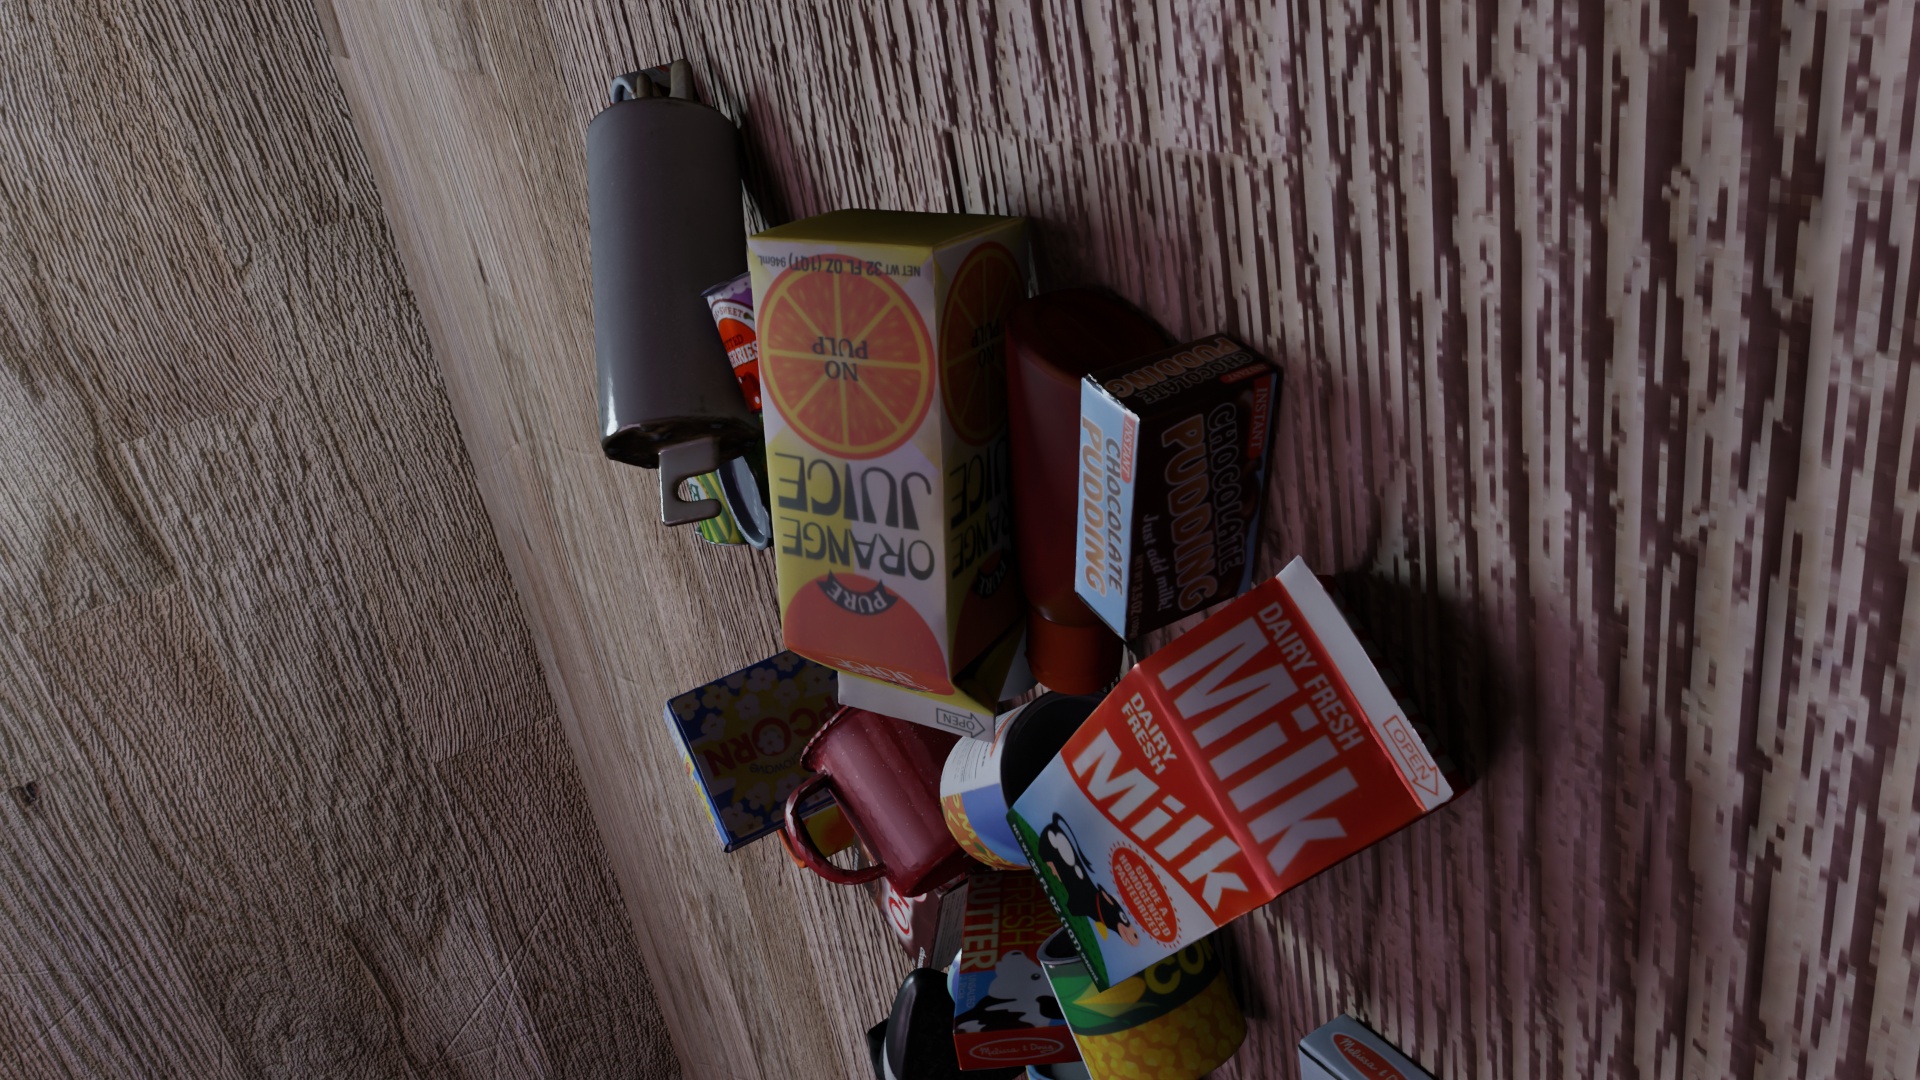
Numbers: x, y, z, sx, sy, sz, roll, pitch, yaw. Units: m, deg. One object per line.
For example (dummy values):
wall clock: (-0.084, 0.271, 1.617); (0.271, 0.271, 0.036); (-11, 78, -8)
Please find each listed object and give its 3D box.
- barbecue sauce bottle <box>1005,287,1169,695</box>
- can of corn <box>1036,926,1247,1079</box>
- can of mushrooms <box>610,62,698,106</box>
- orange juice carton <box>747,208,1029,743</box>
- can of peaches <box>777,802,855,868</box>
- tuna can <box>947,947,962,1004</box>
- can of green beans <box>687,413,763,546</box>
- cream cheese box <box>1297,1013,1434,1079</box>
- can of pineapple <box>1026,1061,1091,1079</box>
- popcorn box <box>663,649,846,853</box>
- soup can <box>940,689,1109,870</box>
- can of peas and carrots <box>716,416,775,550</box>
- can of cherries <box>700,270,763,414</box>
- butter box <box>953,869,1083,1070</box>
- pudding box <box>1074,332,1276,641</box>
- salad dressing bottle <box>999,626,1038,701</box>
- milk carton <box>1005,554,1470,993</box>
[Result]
barbecue sauce bottle: (0.041, -0.009, 0.478); (0.065, 0.044, 0.147); (50, 152, 42)
can of corn: (0.073, 0.176, 0.544); (0.058, 0.071, 0.071); (67, 157, 3)
can of mushrooms: (-0.165, -0.223, 0.764); (0.071, 0.033, 0.070); (47, 149, 41)
orange juice carton: (-0.020, -0.018, 0.502); (0.072, 0.073, 0.191); (9, 114, 25)
can of peaches: (-0.092, 0.179, 0.930); (0.071, 0.058, 0.070); (47, 149, 41)
tuna can: (0.029, 0.210, 0.672); (0.033, 0.071, 0.070); (46, 149, 43)
can of green beans: (-0.122, -0.036, 0.792); (0.071, 0.071, 0.057); (27, 134, 58)
cream cheese box: (0.145, 0.219, 0.471); (0.053, 0.024, 0.103); (28, 135, 58)
can of pineapple: (0.068, 0.249, 0.616); (0.071, 0.071, 0.057); (-2, 108, 66)
popcorn box: (-0.088, 0.105, 0.764); (0.085, 0.127, 0.038); (62, 160, 16)
soup can: (0.036, 0.100, 0.560); (0.071, 0.071, 0.083); (65, 158, 7)
can of peas and carrots: (-0.089, -0.034, 0.729); (0.071, 0.059, 0.070); (47, 149, 39)
can of cherries: (-0.077, -0.094, 0.632); (0.071, 0.072, 0.058); (-7, 104, 67)
butter box: (0.027, 0.186, 0.614); (0.104, 0.053, 0.024); (-82, -16, -64)
pudding box: (0.063, -0.015, 0.414); (0.030, 0.050, 0.083); (48, 149, 44)
salad dressing bottle: (0.002, -0.007, 0.569); (0.064, 0.044, 0.147); (23, 129, 55)
milk carton: (0.082, 0.074, 0.421); (0.072, 0.074, 0.189); (60, 156, 19)
